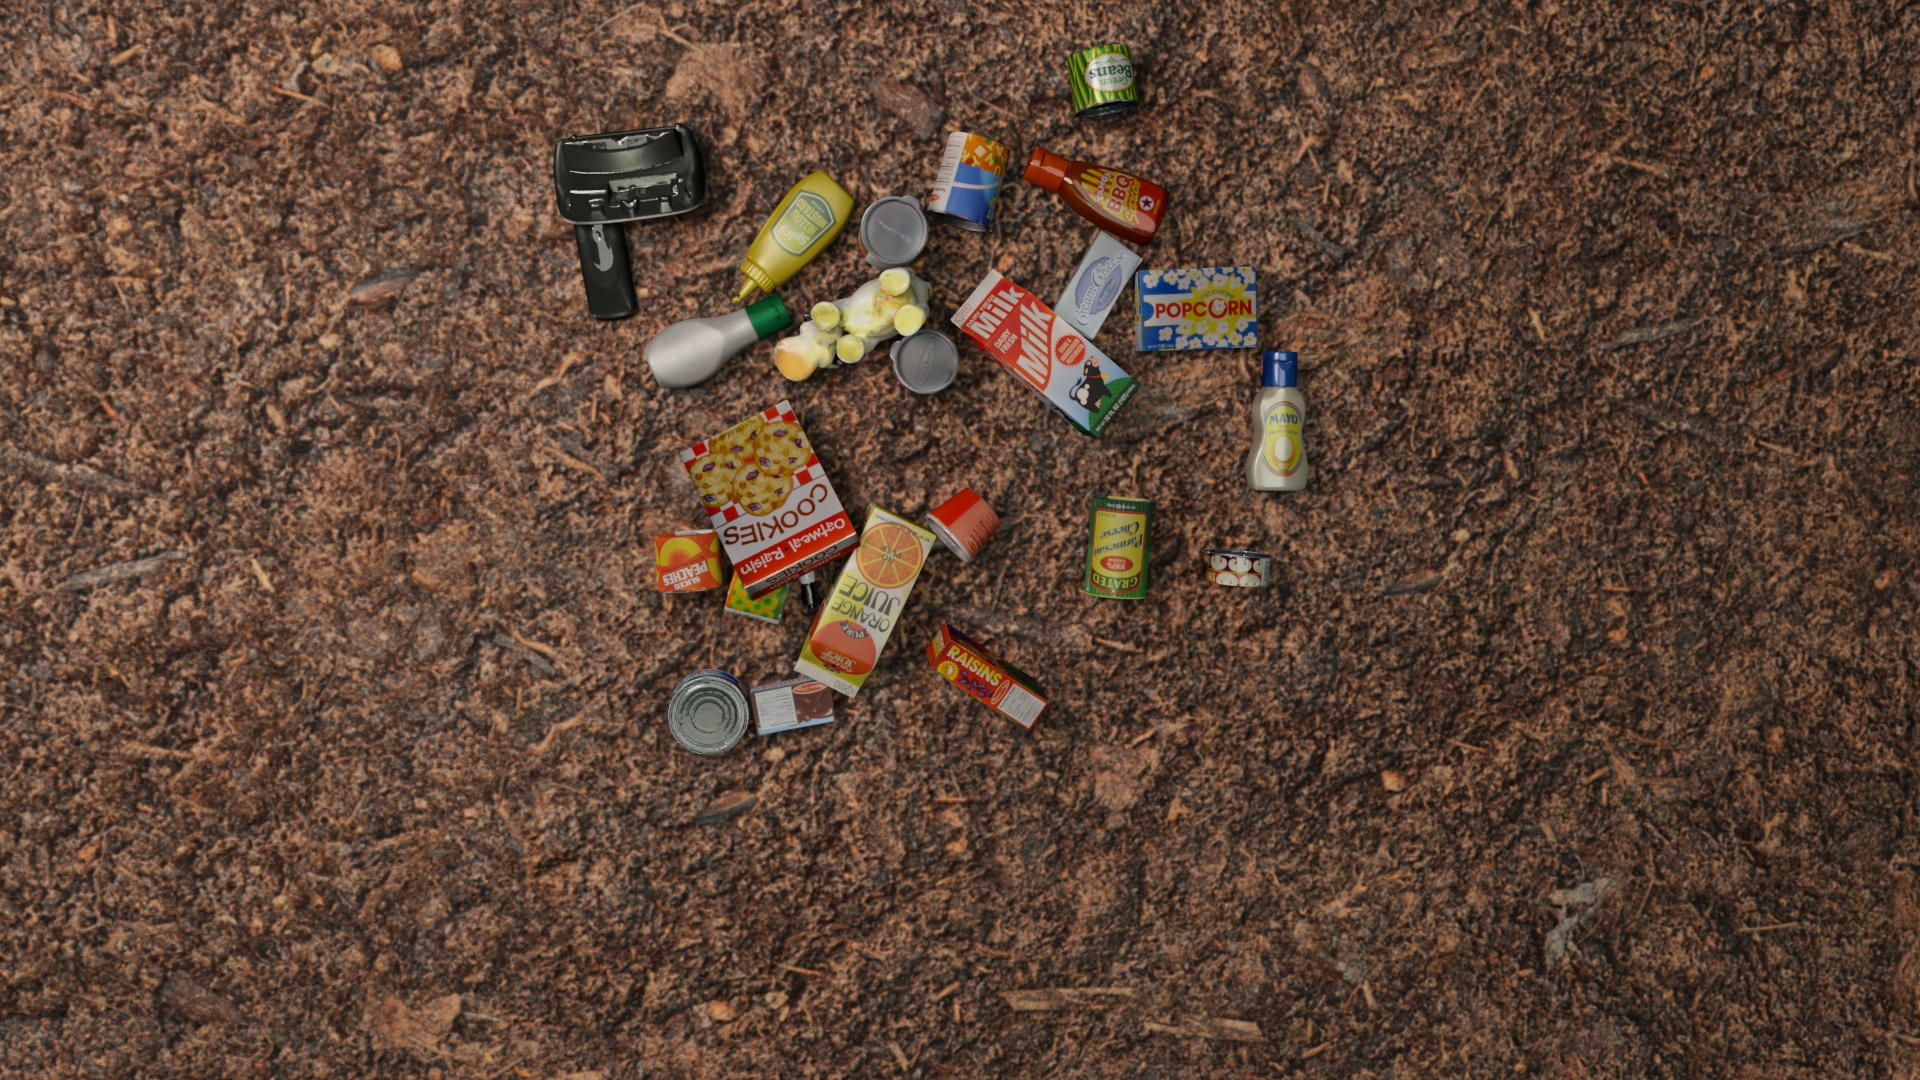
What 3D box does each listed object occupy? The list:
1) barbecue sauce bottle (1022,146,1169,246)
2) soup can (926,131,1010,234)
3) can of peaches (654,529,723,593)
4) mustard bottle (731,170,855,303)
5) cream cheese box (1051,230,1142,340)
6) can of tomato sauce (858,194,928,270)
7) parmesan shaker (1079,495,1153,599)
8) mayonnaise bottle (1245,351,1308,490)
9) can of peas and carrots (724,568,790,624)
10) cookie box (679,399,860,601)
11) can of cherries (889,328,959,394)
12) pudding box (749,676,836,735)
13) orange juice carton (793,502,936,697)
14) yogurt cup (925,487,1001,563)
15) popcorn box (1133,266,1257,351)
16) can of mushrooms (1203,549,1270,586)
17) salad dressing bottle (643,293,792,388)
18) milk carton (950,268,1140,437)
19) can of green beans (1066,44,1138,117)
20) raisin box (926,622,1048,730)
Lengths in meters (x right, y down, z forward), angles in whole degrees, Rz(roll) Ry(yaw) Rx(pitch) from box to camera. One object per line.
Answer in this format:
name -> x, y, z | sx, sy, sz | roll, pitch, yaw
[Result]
barbecue sauce bottle -> 0.139, -0.361, 1.437 | 0.148, 0.043, 0.065 | 22, 76, -8
soup can -> 0.011, -0.363, 1.412 | 0.071, 0.071, 0.083 | 16, 93, -8
can of peaches -> -0.276, 0.021, 1.410 | 0.071, 0.071, 0.058 | -4, 95, -6
mustard bottle -> -0.175, -0.298, 1.404 | 0.065, 0.049, 0.160 | 41, 89, -7
cream cheese box -> 0.141, -0.266, 1.456 | 0.053, 0.024, 0.104 | 31, 91, -8
can of tomato sauce -> -0.068, -0.309, 1.398 | 0.071, 0.083, 0.071 | -1, 95, -7
parmesan shaker -> 0.164, 0.006, 1.463 | 0.071, 0.071, 0.103 | 3, 95, -7
mayonnaise bottle -> 0.339, -0.127, 1.483 | 0.065, 0.041, 0.148 | 0, 96, -5
can of peas and carrots -> -0.205, 0.046, 1.423 | 0.059, 0.071, 0.071 | 15, 94, -7
cookie box -> -0.191, -0.041, 1.395 | 0.123, 0.040, 0.168 | -27, 70, -5
can of cherries -> -0.039, -0.185, 1.426 | 0.071, 0.058, 0.071 | -1, 96, -6
pudding box -> -0.175, 0.172, 1.456 | 0.084, 0.030, 0.049 | -10, 95, -6
orange juice carton -> -0.100, 0.063, 1.433 | 0.072, 0.073, 0.192 | 25, 92, -9
yogurt cup -> 0.005, -0.018, 1.444 | 0.054, 0.072, 0.072 | -43, 99, -9
popcorn box -> 0.248, -0.243, 1.464 | 0.127, 0.038, 0.085 | -3, 97, -7
can of mushrooms -> 0.294, 0.029, 1.481 | 0.071, 0.071, 0.033 | 3, 96, -7
salad dressing bottle -> -0.245, -0.204, 1.408 | 0.148, 0.044, 0.064 | -25, 98, -5
milk carton -> 0.085, -0.193, 1.432 | 0.190, 0.073, 0.072 | 39, 90, -8
can of green beans -> 0.145, -0.469, 1.418 | 0.071, 0.071, 0.057 | -10, 96, -6
raisin box -> 0.026, 0.141, 1.449 | 0.123, 0.086, 0.040 | 34, 96, -8
